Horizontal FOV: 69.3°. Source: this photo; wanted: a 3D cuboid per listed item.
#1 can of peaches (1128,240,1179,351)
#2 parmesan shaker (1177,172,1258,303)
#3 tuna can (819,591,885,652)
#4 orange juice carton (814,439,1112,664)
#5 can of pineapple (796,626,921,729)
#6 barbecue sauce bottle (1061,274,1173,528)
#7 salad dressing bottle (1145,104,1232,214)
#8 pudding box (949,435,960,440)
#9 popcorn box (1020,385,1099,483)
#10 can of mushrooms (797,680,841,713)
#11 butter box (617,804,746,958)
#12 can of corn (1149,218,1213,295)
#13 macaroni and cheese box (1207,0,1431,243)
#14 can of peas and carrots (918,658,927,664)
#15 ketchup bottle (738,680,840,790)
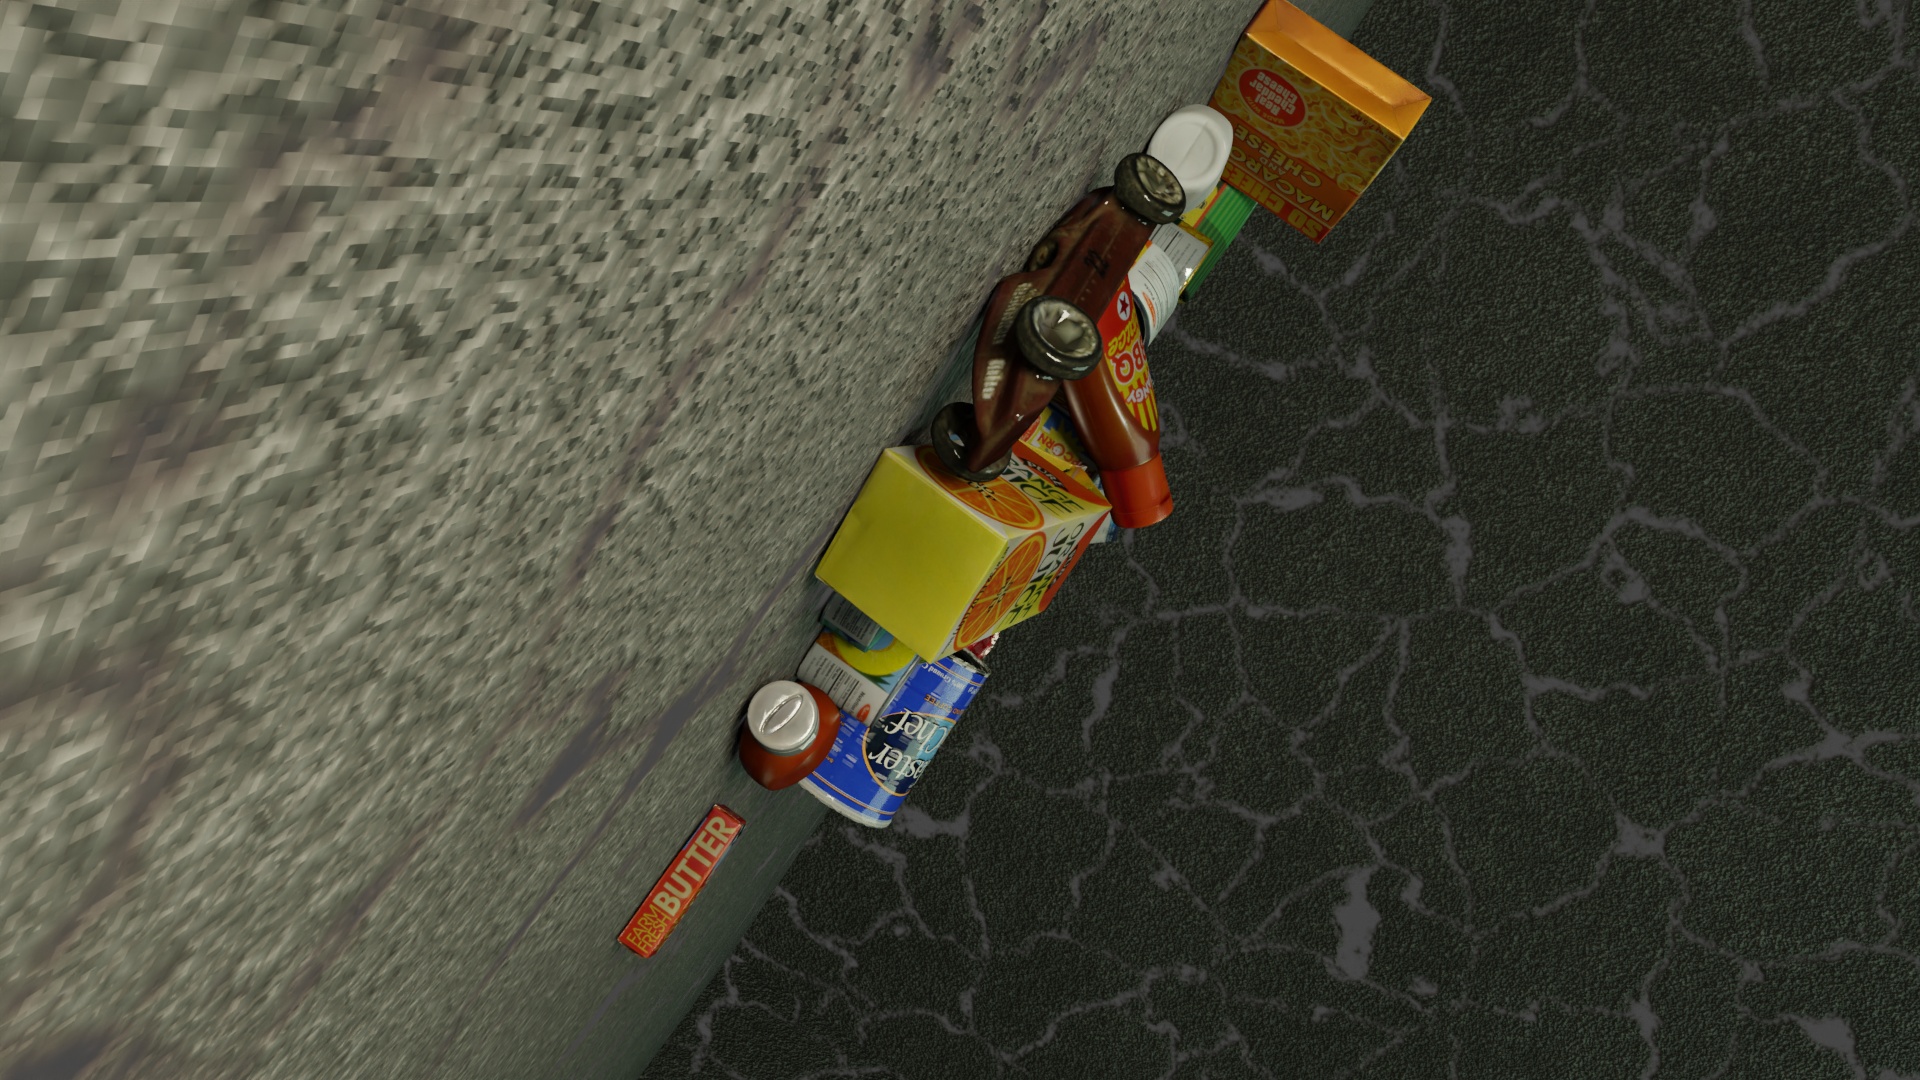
[{"bbox_3d":[0.089,-0.143,0.832,0.058,0.071,0.071,-53,175,-45],"label":"can of peaches"},{"bbox_3d":[0.179,-0.242,1.068,0.103,0.071,0.071,-55,176,-6],"label":"parmesan shaker"},{"bbox_3d":[-0.049,0.029,0.803,0.071,0.033,0.071,-55,176,-5],"label":"tuna can"},{"bbox_3d":[0.014,-0.003,0.702,0.071,0.073,0.193,-59,163,19],"label":"orange juice carton"},{"bbox_3d":[-0.060,0.074,0.866,0.071,0.058,0.071,-55,177,-4],"label":"can of pineapple"},{"bbox_3d":[0.084,-0.080,0.772,0.065,0.043,0.148,-46,126,-49],"label":"barbecue sauce bottle"},{"bbox_3d":[0.138,-0.229,0.856,0.064,0.044,0.148,-58,177,10],"label":"salad dressing bottle"},{"bbox_3d":[-0.009,-0.033,0.780,0.083,0.030,0.050,-56,175,8],"label":"pudding box"},{"bbox_3d":[0.064,-0.081,0.873,0.038,0.085,0.127,-56,177,24],"label":"popcorn box"},{"bbox_3d":[-0.107,0.124,0.898,0.071,0.033,0.071,-55,177,-4],"label":"can of mushrooms"},{"bbox_3d":[-0.179,0.220,0.901,0.104,0.024,0.053,-55,177,-13],"label":"butter box"},{"bbox_3d":[0.138,-0.200,0.986,0.071,0.058,0.071,-55,176,-5],"label":"can of corn"},{"bbox_3d":[0.233,-0.284,0.956,0.040,0.124,0.166,-54,177,-11],"label":"macaroni and cheese box"},{"bbox_3d":[-0.030,0.049,0.931,0.071,0.071,0.058,-55,176,-13],"label":"can of peas and carrots"},{"bbox_3d":[-0.097,0.108,0.785,0.065,0.043,0.148,-45,174,-14],"label":"ketchup bottle"}]
